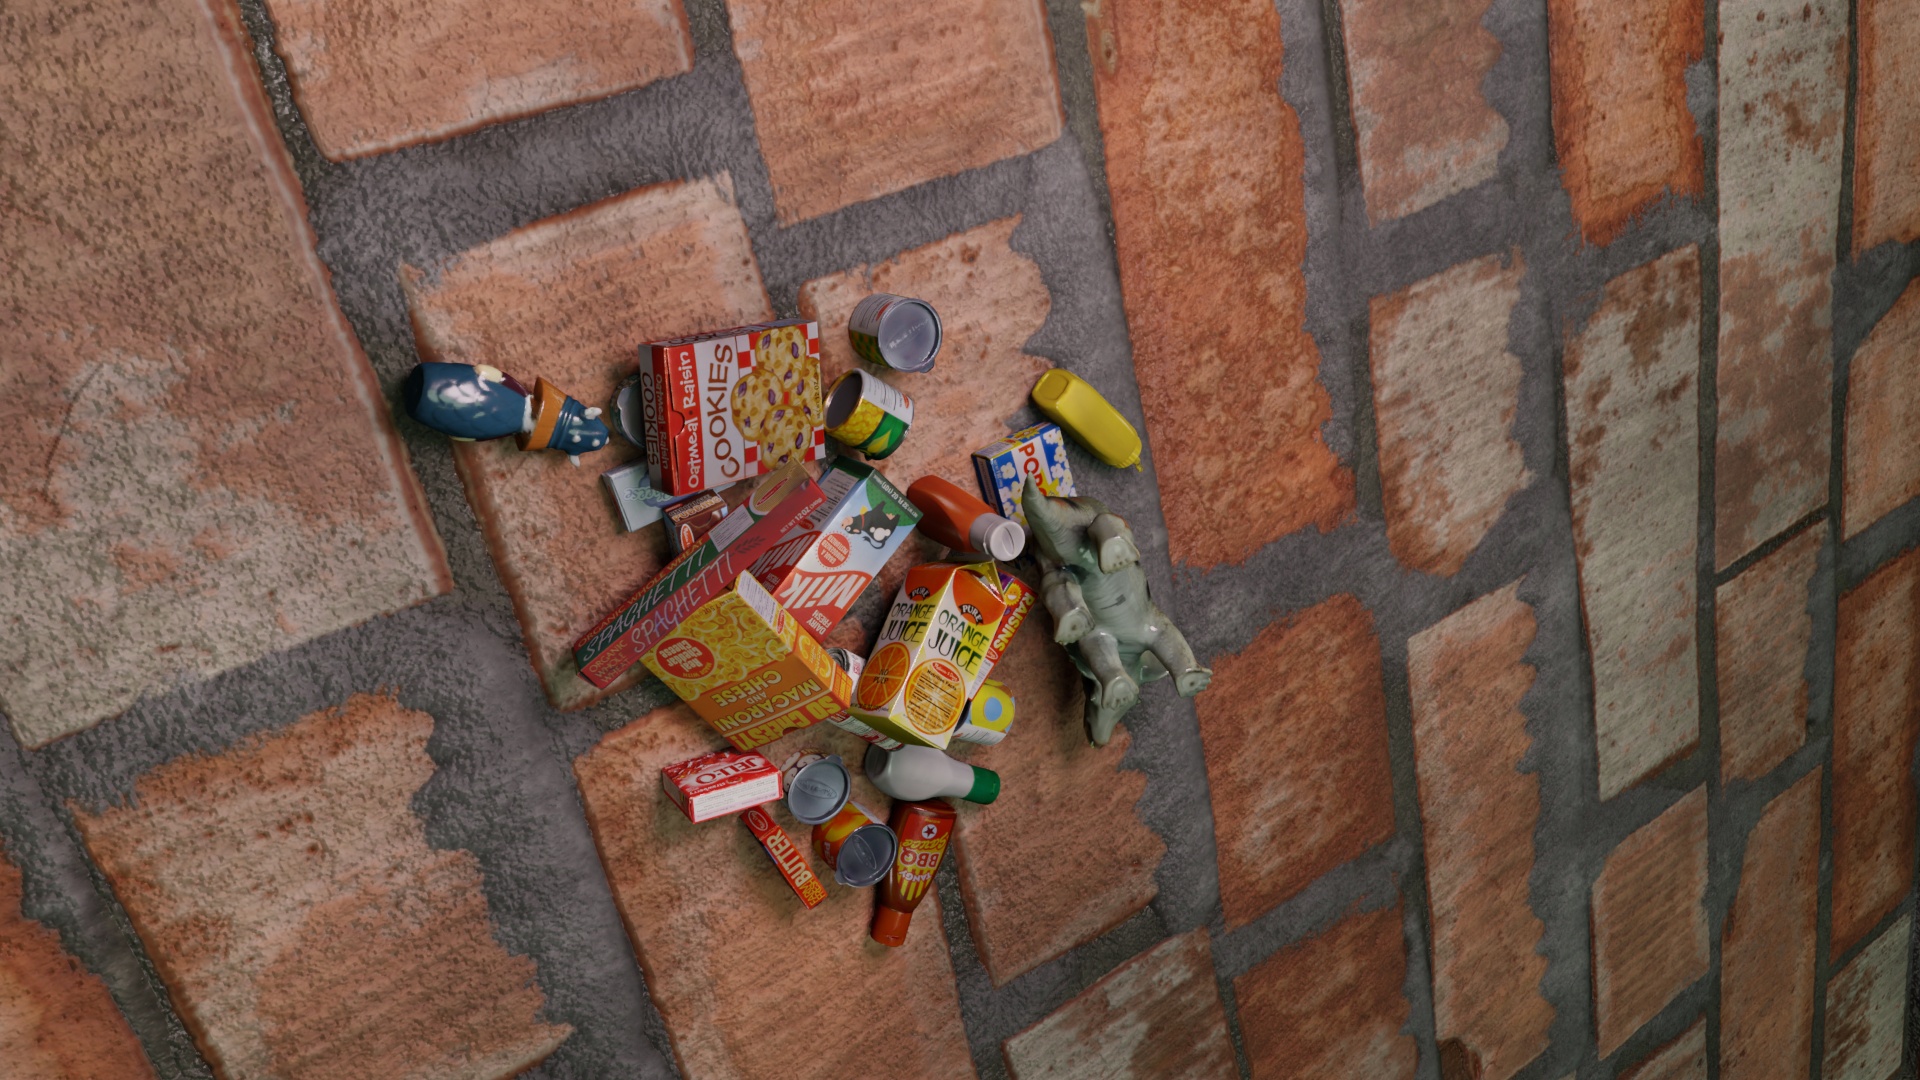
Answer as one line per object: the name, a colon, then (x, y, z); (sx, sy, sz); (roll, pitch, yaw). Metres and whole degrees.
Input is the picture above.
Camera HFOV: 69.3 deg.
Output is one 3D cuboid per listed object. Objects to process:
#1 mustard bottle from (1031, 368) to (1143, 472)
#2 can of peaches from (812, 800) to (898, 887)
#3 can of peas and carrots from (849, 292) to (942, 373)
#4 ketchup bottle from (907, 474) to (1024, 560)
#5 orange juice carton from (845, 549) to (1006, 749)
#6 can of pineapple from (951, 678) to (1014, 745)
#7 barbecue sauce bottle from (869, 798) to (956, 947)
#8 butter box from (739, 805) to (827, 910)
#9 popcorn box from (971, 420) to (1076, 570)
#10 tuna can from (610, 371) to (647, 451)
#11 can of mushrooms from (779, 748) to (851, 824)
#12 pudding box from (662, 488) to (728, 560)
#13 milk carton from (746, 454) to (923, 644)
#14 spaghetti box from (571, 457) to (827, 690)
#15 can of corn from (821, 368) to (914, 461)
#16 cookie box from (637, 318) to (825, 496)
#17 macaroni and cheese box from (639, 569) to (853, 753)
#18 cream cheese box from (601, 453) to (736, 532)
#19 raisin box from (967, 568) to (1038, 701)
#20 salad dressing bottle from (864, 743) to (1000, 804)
mustard bottle: (0.138, -0.113, 1.393); (0.160, 0.065, 0.049); (36, 89, -40)
can of peaches: (-0.105, 0.296, 1.351); (0.071, 0.058, 0.071); (-10, 109, -30)
can of peas and carrots: (-0.057, -0.186, 1.250); (0.071, 0.059, 0.070); (-10, 109, -30)
ketchup bottle: (0.005, -0.016, 1.281); (0.044, 0.149, 0.064); (-30, 117, -20)
orange juice carton: (-0.023, 0.090, 1.281); (0.073, 0.071, 0.193); (36, 67, -32)
can of pineapple: (0.012, 0.166, 1.385); (0.058, 0.071, 0.071); (19, 92, -35)
barbecue sauce bottle: (-0.054, 0.334, 1.402); (0.065, 0.044, 0.148); (15, 95, -26)
butter box: (-0.167, 0.299, 1.316); (0.024, 0.053, 0.103); (-37, 119, -16)
popcorn box: (0.069, -0.045, 1.380); (0.085, 0.038, 0.126); (-27, 116, -24)
tuna can: (-0.259, -0.109, 1.160); (0.071, 0.033, 0.071); (-9, 108, -30)
can of mushrooms: (-0.139, 0.232, 1.327); (0.071, 0.033, 0.070); (-9, 107, -29)
pudding box: (-0.223, 0.001, 1.198); (0.050, 0.030, 0.083); (-25, 136, -24)
milk carton: (-0.129, 0.022, 1.252); (0.191, 0.073, 0.072); (-51, 123, -10)
spaghetti box: (-0.219, 0.027, 1.156); (0.250, 0.050, 0.028); (-41, 122, -2)
can of corn: (-0.086, -0.112, 1.249); (0.058, 0.071, 0.071); (28, 88, -34)
cookie box: (-0.188, -0.115, 1.168); (0.168, 0.040, 0.122); (-20, 114, -47)
macaroni and cheese box: (-0.193, 0.108, 1.216); (0.123, 0.040, 0.166); (-25, 124, 22)
cream cheese box: (-0.248, -0.053, 1.187); (0.104, 0.024, 0.053); (-27, 118, -23)
raisin box: (0.011, 0.085, 1.350); (0.040, 0.086, 0.123); (36, 83, -29)
salad dressing bottle: (-0.025, 0.235, 1.393); (0.147, 0.044, 0.064); (22, 75, -35)
